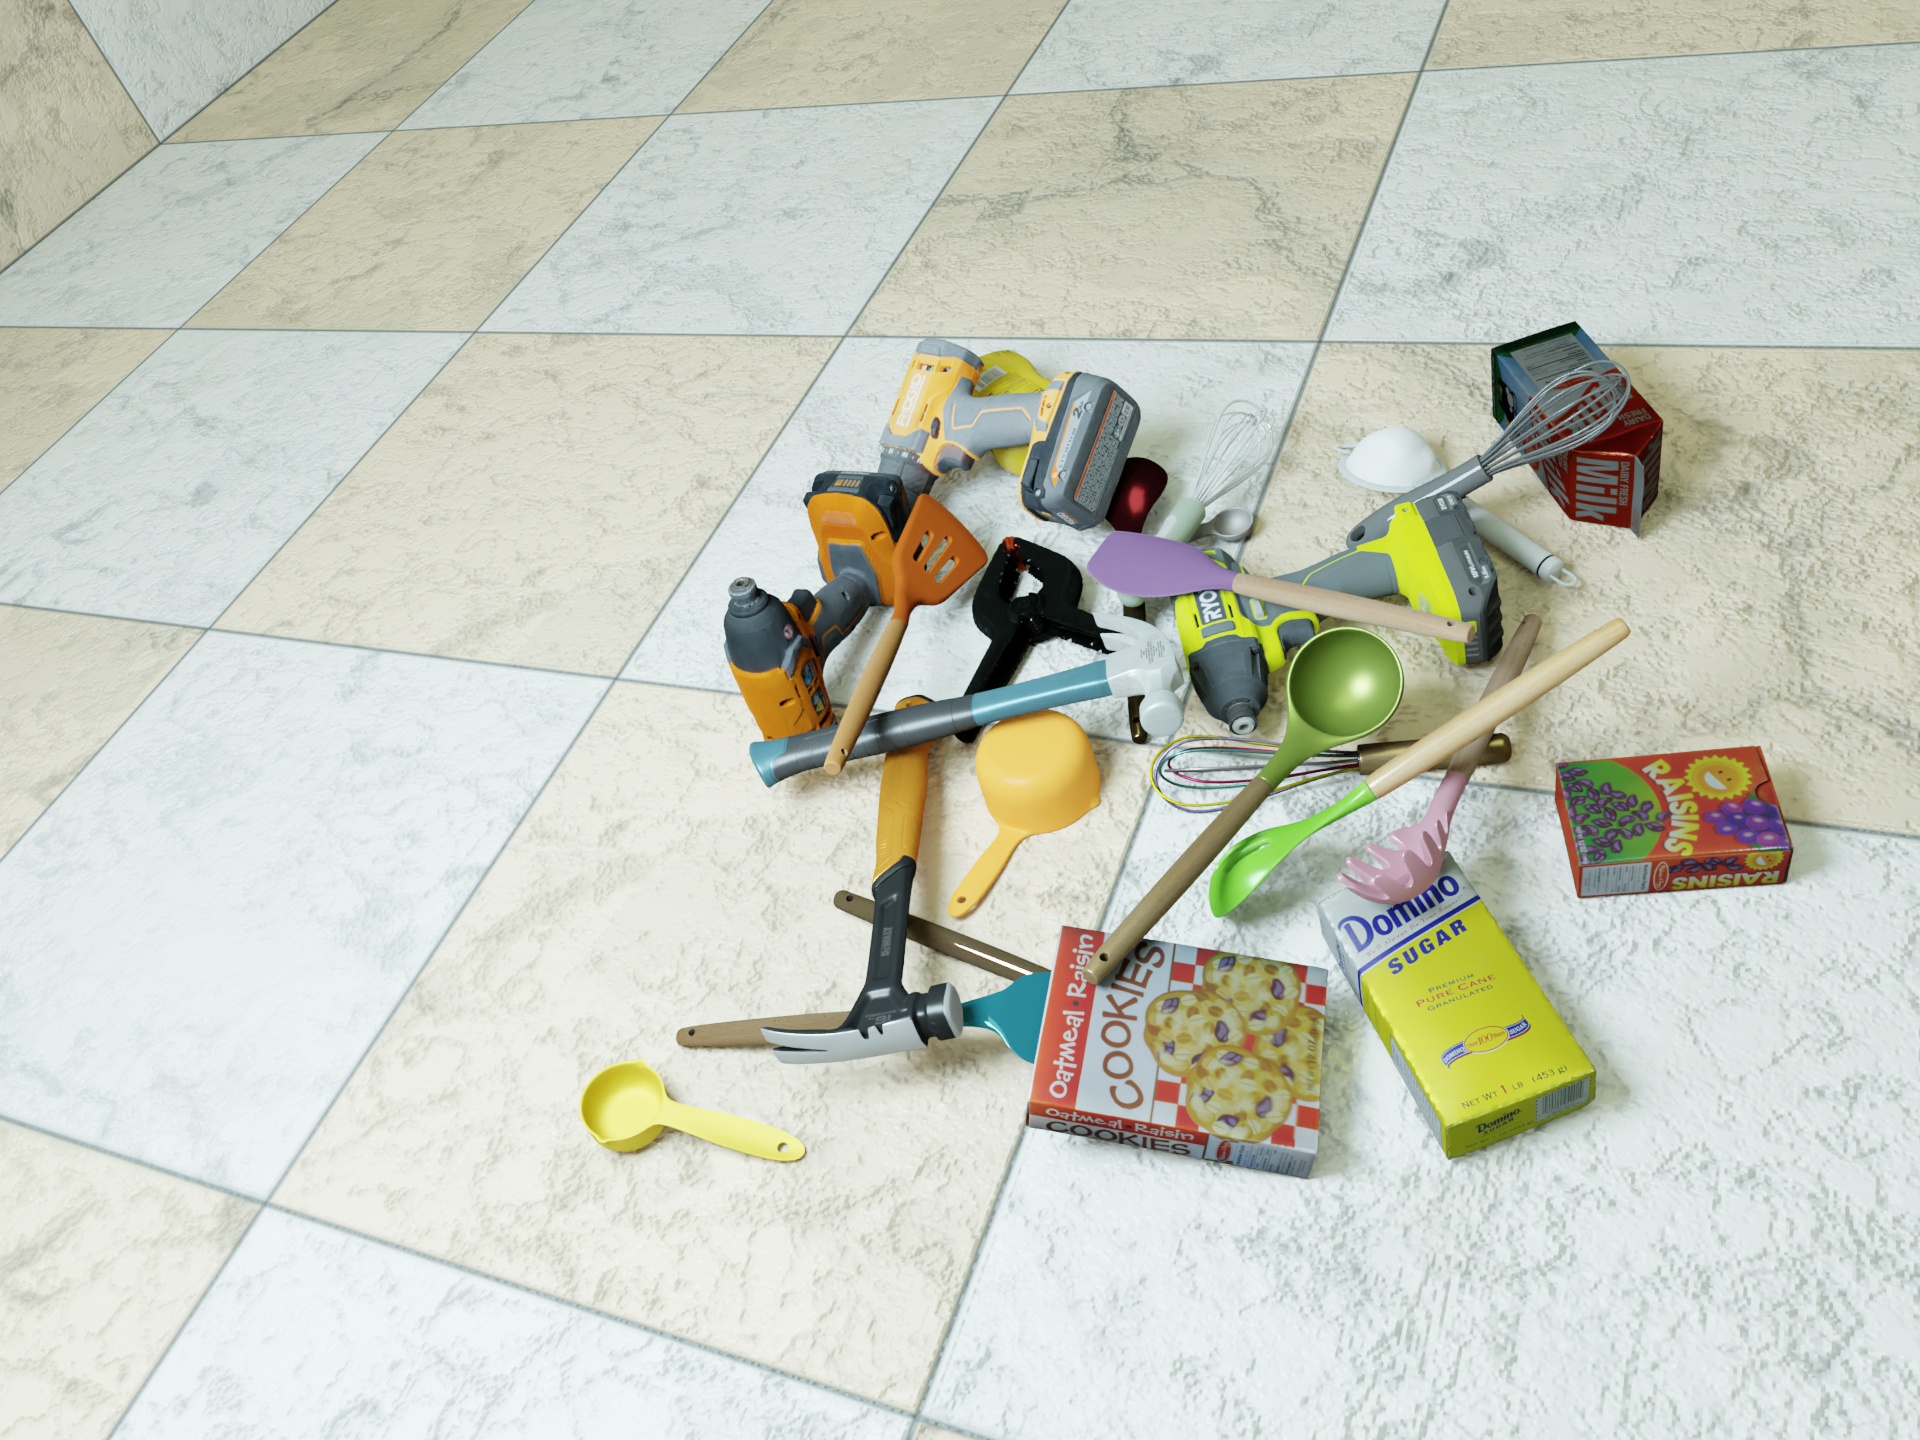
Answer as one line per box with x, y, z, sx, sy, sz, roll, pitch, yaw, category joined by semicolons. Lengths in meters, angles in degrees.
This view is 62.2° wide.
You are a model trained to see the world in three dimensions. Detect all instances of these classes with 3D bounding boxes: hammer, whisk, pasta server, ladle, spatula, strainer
-0.002;-0.004;1.154;0.331;0.033;0.128;-14;35;15;hammer
0.392;-0.193;1.197;0.239;0.055;0.055;-32;36;32;whisk
0.253;0.025;1.102;0.245;0.051;0.047;-5;41;10;whisk
0.329;0.016;1.045;0.060;0.040;0.316;-30;15;49;pasta server
-0.052;0.097;1.112;0.127;0.034;0.337;-13;36;14;hammer
0.137;-0.108;1.272;0.069;0.031;0.316;-13;49;18;ladle
0.191;-0.177;1.286;0.246;0.059;0.058;-53;17;-30;whisk
0.220;-0.093;1.147;0.316;0.018;0.060;18;63;40;spatula
0.180;0.051;1.019;0.078;0.062;0.320;33;59;24;ladle
0.387;-0.176;1.251;0.087;0.050;0.259;-21;46;-22;strainer
-0.048;-0.064;1.204;0.041;0.081;0.323;-35;21;32;spatula
-0.044;0.203;1.038;0.317;0.044;0.082;-8;54;22;spatula

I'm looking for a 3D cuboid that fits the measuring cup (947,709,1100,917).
0.033;0.062;1.133;0.095;0.052;0.174;15;52;30;measuring cup

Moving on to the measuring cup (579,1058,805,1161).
-0.173;0.266;1.036;0.156;0.029;0.062;12;52;13;measuring cup

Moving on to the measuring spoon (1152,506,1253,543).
0.182;-0.146;1.313;0.124;0.018;0.034;-15;46;14;measuring spoon

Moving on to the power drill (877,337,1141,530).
0.022;-0.222;1.353;0.226;0.084;0.185;19;87;37;power drill

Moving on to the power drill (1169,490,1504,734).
0.274;-0.076;1.171;0.223;0.080;0.171;-15;45;10;power drill

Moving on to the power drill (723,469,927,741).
-0.113;-0.101;1.263;0.084;0.164;0.227;7;48;24;power drill

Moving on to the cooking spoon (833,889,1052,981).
0.044;0.168;1.053;0.319;0.017;0.069;17;55;30;cooking spoon

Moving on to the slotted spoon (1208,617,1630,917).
0.283;0.029;1.011;0.313;0.031;0.070;-35;6;14;slotted spoon
